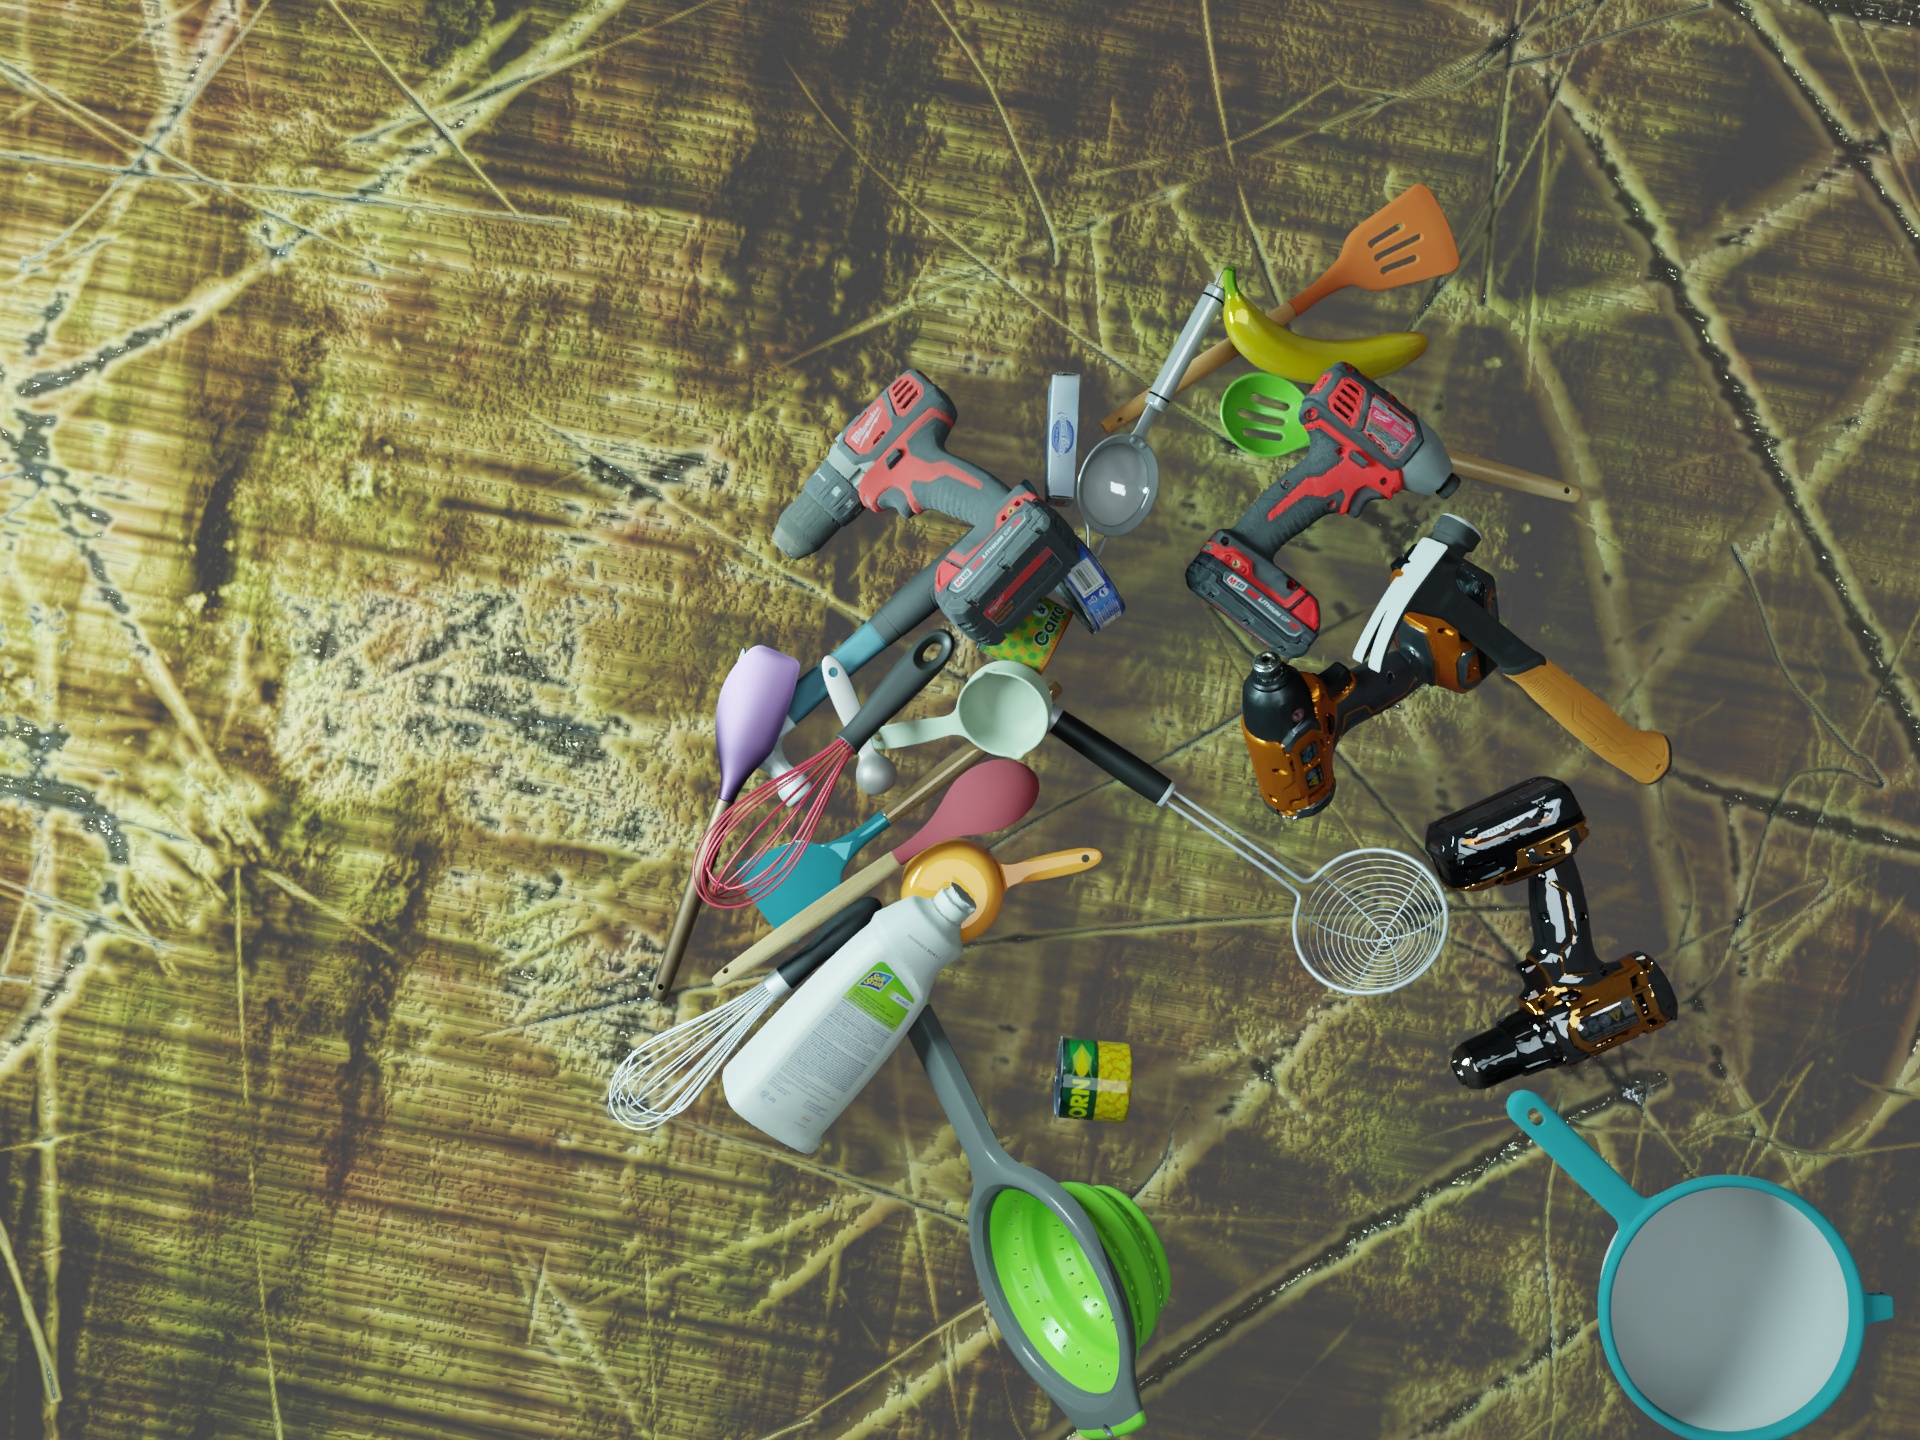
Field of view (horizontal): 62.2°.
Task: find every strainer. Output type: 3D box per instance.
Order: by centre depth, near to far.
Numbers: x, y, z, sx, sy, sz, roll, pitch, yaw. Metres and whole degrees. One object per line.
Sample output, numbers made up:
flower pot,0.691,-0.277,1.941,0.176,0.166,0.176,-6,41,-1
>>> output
strainer,0.562,0.422,1.296,0.340,0.095,0.211,45,88,3
strainer,0.158,-0.256,1.313,0.086,0.050,0.258,22,101,-39

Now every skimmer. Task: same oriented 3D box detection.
skimmer,0.225,0.091,1.301,0.363,0.090,0.127,34,82,2

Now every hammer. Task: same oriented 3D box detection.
hammer,0.450,-0.027,1.248,0.336,0.034,0.127,30,96,-29
hammer,-0.058,-0.081,1.337,0.331,0.033,0.128,-40,90,1

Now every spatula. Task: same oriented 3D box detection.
spatula,-0.206,0.089,1.327,0.060,0.018,0.316,20,98,8
spatula,0.259,-0.329,1.327,0.322,0.041,0.081,-32,114,3
spatula,-0.043,0.065,1.342,0.317,0.044,0.082,-37,89,-4

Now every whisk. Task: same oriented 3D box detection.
whisk,-0.104,0.034,1.277,0.073,0.073,0.296,42,75,1
whisk,-0.179,0.241,1.329,0.284,0.070,0.070,-39,89,-4

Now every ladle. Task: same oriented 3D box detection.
ladle,-0.073,0.127,1.301,0.315,0.031,0.069,-35,49,4

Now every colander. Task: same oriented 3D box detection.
colander,0.065,0.373,1.303,0.094,0.204,0.397,-17,71,-32

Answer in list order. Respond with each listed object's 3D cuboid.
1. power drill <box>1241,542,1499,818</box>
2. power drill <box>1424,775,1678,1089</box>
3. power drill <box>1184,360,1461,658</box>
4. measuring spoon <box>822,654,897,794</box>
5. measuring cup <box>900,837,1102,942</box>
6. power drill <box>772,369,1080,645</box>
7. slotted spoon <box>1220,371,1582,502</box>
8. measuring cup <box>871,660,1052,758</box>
power drill,0.317,-0.041,1.256,0.226,0.164,0.084,-37,45,-10
power drill,0.460,0.182,1.307,0.185,0.084,0.226,-25,94,2
power drill,0.297,-0.165,1.295,0.143,0.078,0.219,36,96,-5
measuring spoon,-0.087,0.004,1.312,0.034,0.018,0.124,-23,94,-2
measuring cup,0.034,0.133,1.324,0.173,0.052,0.095,-13,90,3
power drill,-0.035,-0.158,1.283,0.188,0.080,0.227,-46,61,4
slotted spoon,0.368,-0.226,1.333,0.313,0.031,0.070,14,90,-1
measuring cup,-0.002,-0.004,1.317,0.167,0.038,0.083,-12,112,24
